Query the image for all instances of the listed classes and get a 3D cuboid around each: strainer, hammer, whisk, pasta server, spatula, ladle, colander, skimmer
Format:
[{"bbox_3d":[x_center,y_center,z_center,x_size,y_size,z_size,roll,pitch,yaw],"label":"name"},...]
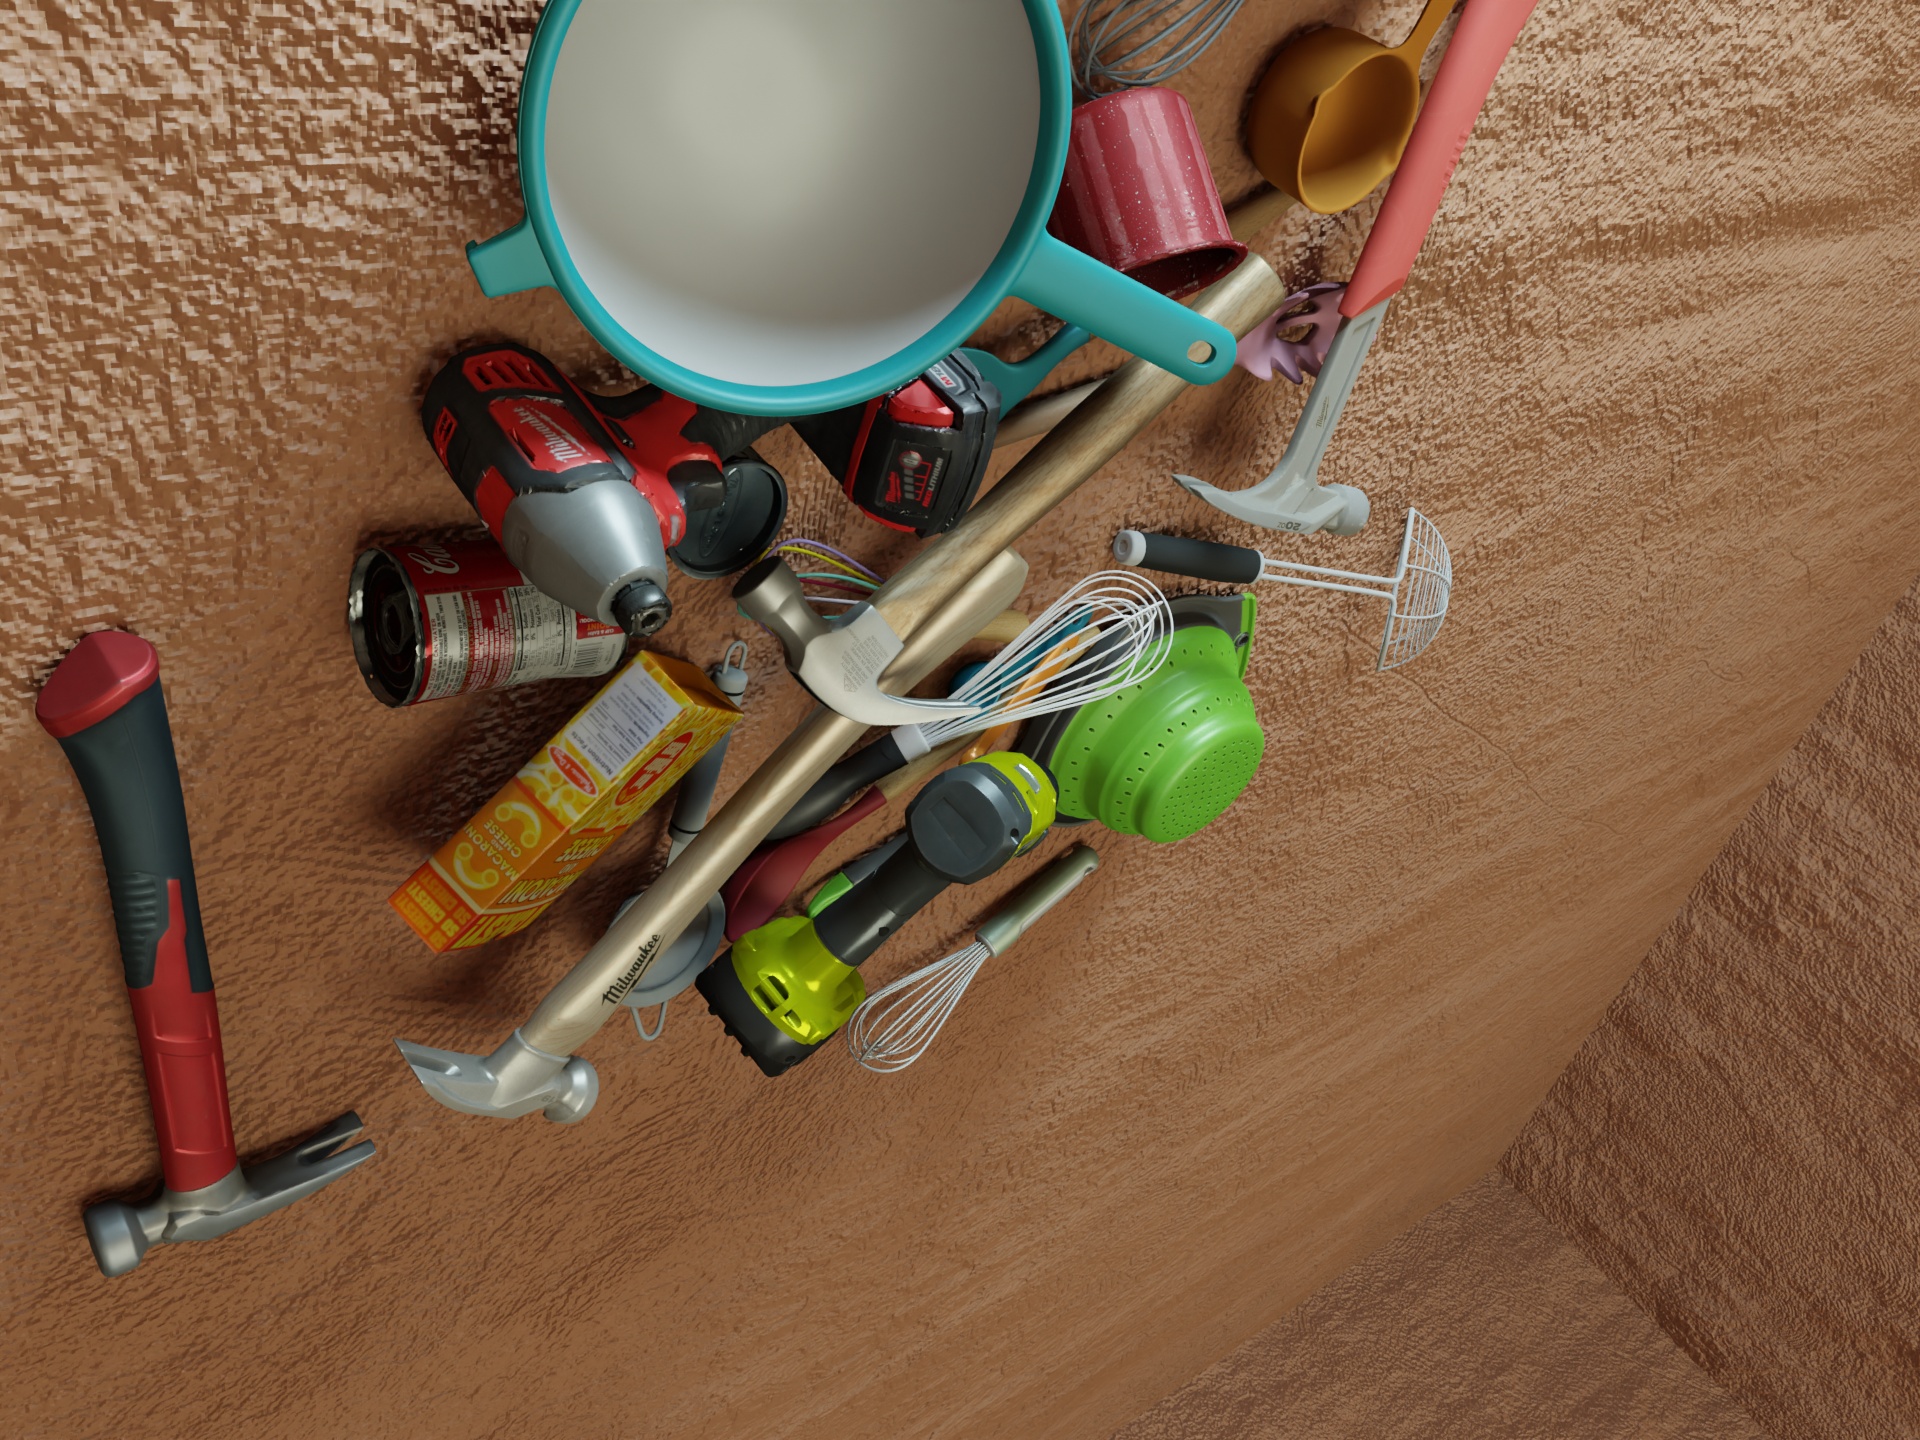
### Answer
[{"bbox_3d":[-0.158,0.067,0.903,0.086,0.050,0.258,-6,125,-44],"label":"strainer"},{"bbox_3d":[0.244,-0.280,0.914,0.149,0.037,0.359,5,114,-38],"label":"hammer"},{"bbox_3d":[-0.002,-0.004,0.953,0.284,0.070,0.070,-29,146,1],"label":"whisk"},{"bbox_3d":[0.116,-0.195,0.915,0.316,0.040,0.060,-24,129,-27],"label":"pasta server"},{"bbox_3d":[0.141,-0.365,0.753,0.239,0.055,0.055,-39,147,-17],"label":"whisk"},{"bbox_3d":[-0.022,-0.218,0.647,0.340,0.095,0.211,15,117,-39],"label":"strainer"},{"bbox_3d":[-0.353,0.116,0.743,0.143,0.038,0.386,-20,140,-36],"label":"hammer"},{"bbox_3d":[0.075,-0.227,0.850,0.317,0.044,0.082,-36,147,-21],"label":"spatula"},{"bbox_3d":[-0.035,-0.059,0.896,0.051,0.047,0.244,-45,154,26],"label":"whisk"},{"bbox_3d":[-0.119,0.052,0.844,0.410,0.038,0.146,-47,152,0],"label":"hammer"},{"bbox_3d":[-0.030,0.032,1.015,0.315,0.031,0.069,-37,157,-15],"label":"ladle"},{"bbox_3d":[0.014,0.176,1.206,0.246,0.059,0.057,-39,159,-18],"label":"whisk"},{"bbox_3d":[0.080,0.058,1.097,0.397,0.095,0.204,-31,147,-19],"label":"colander"},{"bbox_3d":[0.231,-0.106,1.139,0.363,0.090,0.127,4,100,-36],"label":"skimmer"},{"bbox_3d":[0.045,-0.124,0.819,0.331,0.031,0.130,-43,115,-10],"label":"hammer"}]

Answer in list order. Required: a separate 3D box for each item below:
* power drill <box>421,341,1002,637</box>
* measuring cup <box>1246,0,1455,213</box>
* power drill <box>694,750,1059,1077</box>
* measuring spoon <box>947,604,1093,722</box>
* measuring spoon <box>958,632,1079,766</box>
[{"bbox_3d":[-0.097,-0.113,0.675,0.219,0.143,0.078,-22,151,-34],"label":"power drill"},{"bbox_3d":[0.216,-0.356,0.835,0.095,0.052,0.173,9,118,-51],"label":"measuring cup"},{"bbox_3d":[-0.035,0.103,0.962,0.228,0.080,0.190,-42,173,13],"label":"power drill"},{"bbox_3d":[0.036,-0.044,1.020,0.128,0.021,0.042,-36,142,-29],"label":"measuring spoon"},{"bbox_3d":[0.040,-0.009,1.022,0.117,0.011,0.021,-50,147,0],"label":"measuring spoon"}]
